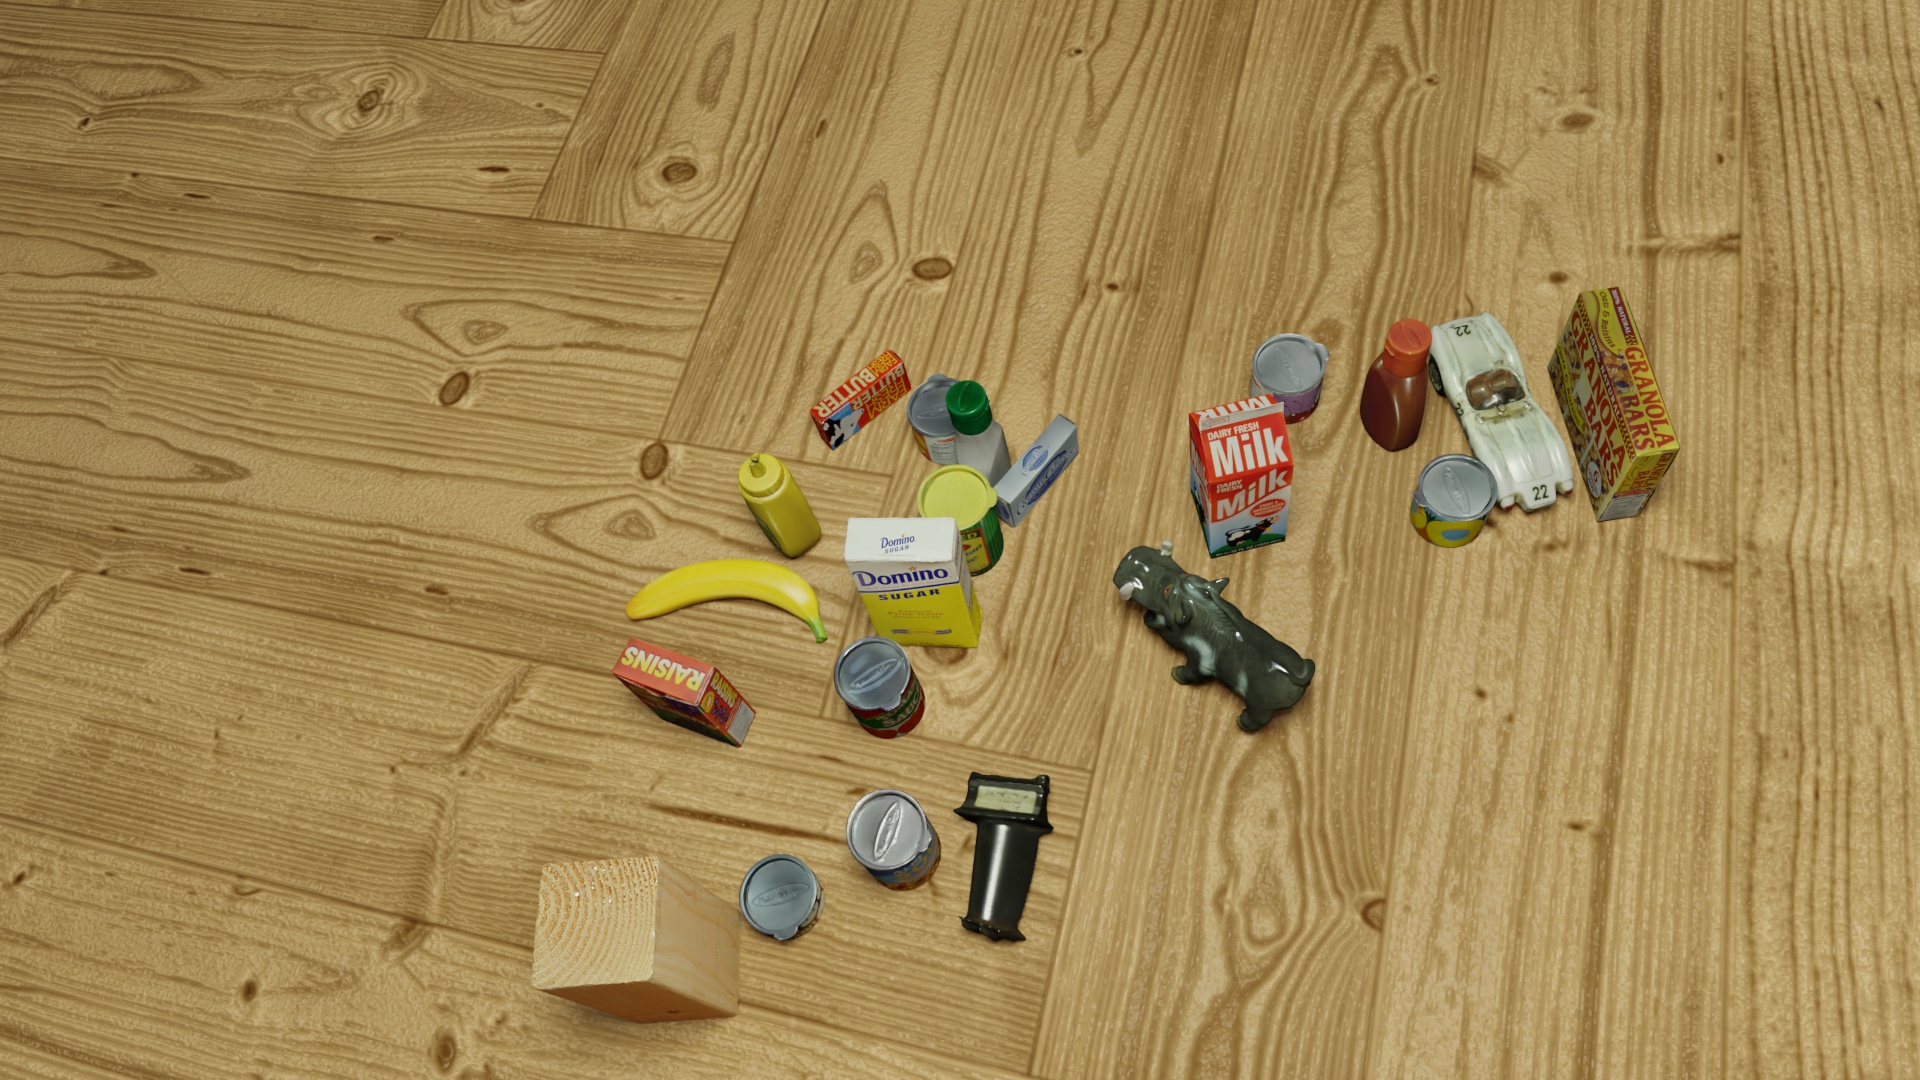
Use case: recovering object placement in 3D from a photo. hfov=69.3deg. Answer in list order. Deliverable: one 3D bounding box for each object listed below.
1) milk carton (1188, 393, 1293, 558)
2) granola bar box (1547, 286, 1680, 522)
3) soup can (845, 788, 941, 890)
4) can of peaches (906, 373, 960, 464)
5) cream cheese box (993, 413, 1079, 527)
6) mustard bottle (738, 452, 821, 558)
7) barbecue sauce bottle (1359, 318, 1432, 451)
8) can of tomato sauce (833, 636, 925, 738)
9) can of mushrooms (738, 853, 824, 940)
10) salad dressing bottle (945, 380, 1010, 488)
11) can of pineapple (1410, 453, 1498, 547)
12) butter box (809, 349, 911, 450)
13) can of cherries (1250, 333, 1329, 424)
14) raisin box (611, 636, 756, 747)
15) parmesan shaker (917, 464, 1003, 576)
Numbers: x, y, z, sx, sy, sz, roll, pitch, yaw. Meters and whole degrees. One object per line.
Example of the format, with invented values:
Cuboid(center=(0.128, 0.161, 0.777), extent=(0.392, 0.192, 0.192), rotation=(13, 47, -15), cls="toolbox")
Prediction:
Cuboid(center=(0.239, -0.062, 1.194), extent=(0.072, 0.189, 0.074), rotation=(-13, 63, 3), cls="milk carton")
Cuboid(center=(0.564, -0.117, 1.206), extent=(0.039, 0.123, 0.166), rotation=(-8, 63, 6), cls="granola bar box")
Cuboid(center=(-0.051, 0.249, 1.146), extent=(0.071, 0.083, 0.071), rotation=(-4, 64, 8), cls="soup can")
Cuboid(center=(-0.015, -0.116, 1.336), extent=(0.071, 0.058, 0.071), rotation=(-4, 64, 7), cls="can of peaches")
Cuboid(center=(0.071, -0.065, 1.299), extent=(0.024, 0.053, 0.104), rotation=(35, 74, 22), cls="cream cheese box")
Cuboid(center=(-0.171, -0.040, 1.266), extent=(0.049, 0.159, 0.065), rotation=(-38, 64, -10), cls="mustard bottle")
Cuboid(center=(0.388, -0.140, 1.232), extent=(0.044, 0.148, 0.065), rotation=(-24, 63, -3), cls="barbecue sauce bottle")
Cuboid(center=(-0.067, 0.130, 1.208), extent=(0.071, 0.082, 0.071), rotation=(-4, 64, 8), cls="can of tomato sauce")
Cuboid(center=(-0.149, 0.301, 1.164), extent=(0.071, 0.033, 0.071), rotation=(-4, 63, 7), cls="can of mushrooms")
Cuboid(center=(0.016, -0.094, 1.269), extent=(0.044, 0.147, 0.064), rotation=(9, 66, 14), cls="salad dressing bottle")
Cuboid(center=(0.431, -0.035, 1.224), extent=(0.071, 0.057, 0.071), rotation=(-4, 64, 7), cls="can of pineapple")
Cuboid(center=(-0.097, -0.138, 1.363), extent=(0.104, 0.053, 0.024), rotation=(-39, 65, -11), cls="butter box")
Cuboid(center=(0.309, -0.151, 1.301), extent=(0.071, 0.058, 0.072), rotation=(-4, 64, 7), cls="can of cherries")
Cuboid(center=(-0.239, 0.134, 1.211), extent=(0.086, 0.123, 0.040), rotation=(18, 68, 17), cls="raisin box")
Cuboid(center=(0.004, -0.016, 1.258), extent=(0.071, 0.102, 0.071), rotation=(-4, 64, 8), cls="parmesan shaker")
